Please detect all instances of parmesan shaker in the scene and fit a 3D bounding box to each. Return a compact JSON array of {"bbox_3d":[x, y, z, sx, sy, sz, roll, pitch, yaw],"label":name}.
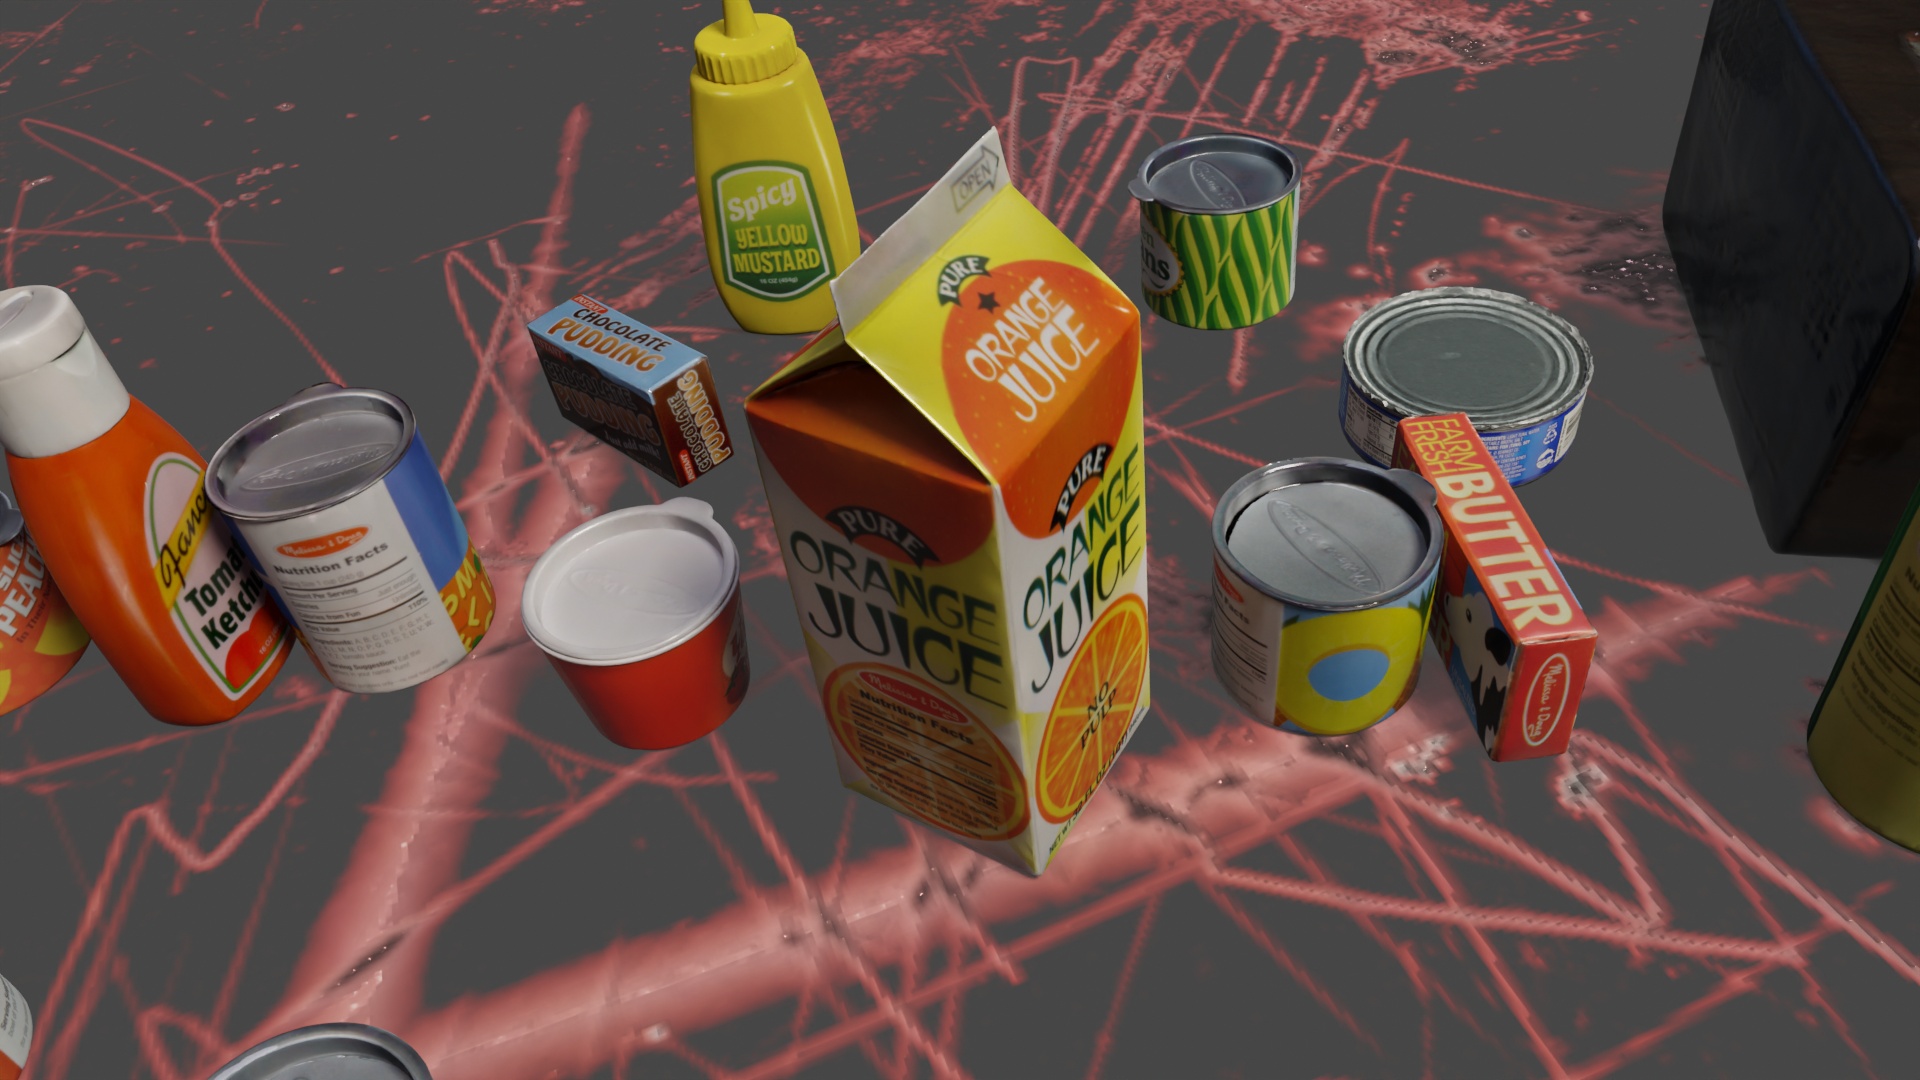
[{"bbox_3d":[0.267,0.025,0.358,0.071,0.102,0.072,-4,42,4],"label":"parmesan shaker"}]

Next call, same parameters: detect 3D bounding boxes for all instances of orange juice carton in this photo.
[{"bbox_3d":[0.001,-0.005,0.365,0.073,0.191,0.072,19,49,26],"label":"orange juice carton"}]

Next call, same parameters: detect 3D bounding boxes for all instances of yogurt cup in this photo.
[{"bbox_3d":[-0.100,0.030,0.445,0.072,0.053,0.073,-4,42,4],"label":"yogurt cup"}]

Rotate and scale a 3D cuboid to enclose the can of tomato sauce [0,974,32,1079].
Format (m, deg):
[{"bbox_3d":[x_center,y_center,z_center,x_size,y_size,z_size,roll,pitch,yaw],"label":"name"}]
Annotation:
[{"bbox_3d":[-0.296,0.122,0.354,0.071,0.082,0.071,-4,42,4],"label":"can of tomato sauce"}]

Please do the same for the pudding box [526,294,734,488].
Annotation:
[{"bbox_3d":[-0.131,-0.061,0.552,0.084,0.049,0.030,29,54,33],"label":"pudding box"}]

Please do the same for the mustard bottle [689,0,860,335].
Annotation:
[{"bbox_3d":[-0.081,-0.160,0.571,0.065,0.159,0.049,-5,42,4],"label":"mustard bottle"}]

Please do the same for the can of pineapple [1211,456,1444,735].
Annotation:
[{"bbox_3d":[0.112,0.017,0.425,0.071,0.057,0.071,-4,42,4],"label":"can of pineapple"}]

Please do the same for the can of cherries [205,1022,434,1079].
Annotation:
[{"bbox_3d":[-0.144,0.154,0.314,0.071,0.058,0.072,-4,42,4],"label":"can of cherries"}]

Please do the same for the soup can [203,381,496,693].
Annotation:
[{"bbox_3d":[-0.204,-0.001,0.473,0.071,0.083,0.072,-4,42,4],"label":"soup can"}]

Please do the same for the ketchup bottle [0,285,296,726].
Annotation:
[{"bbox_3d":[-0.266,-0.009,0.444,0.043,0.148,0.065,-1,43,8],"label":"ketchup bottle"}]

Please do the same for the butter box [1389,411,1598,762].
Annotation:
[{"bbox_3d":[0.159,0.011,0.427,0.024,0.052,0.104,-8,42,0],"label":"butter box"}]

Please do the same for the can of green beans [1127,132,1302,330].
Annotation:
[{"bbox_3d":[0.108,-0.130,0.584,0.071,0.057,0.071,-4,42,4],"label":"can of green beans"}]

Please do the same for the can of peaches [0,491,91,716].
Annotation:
[{"bbox_3d":[-0.351,0.022,0.489,0.071,0.057,0.071,-4,42,4],"label":"can of peaches"}]
